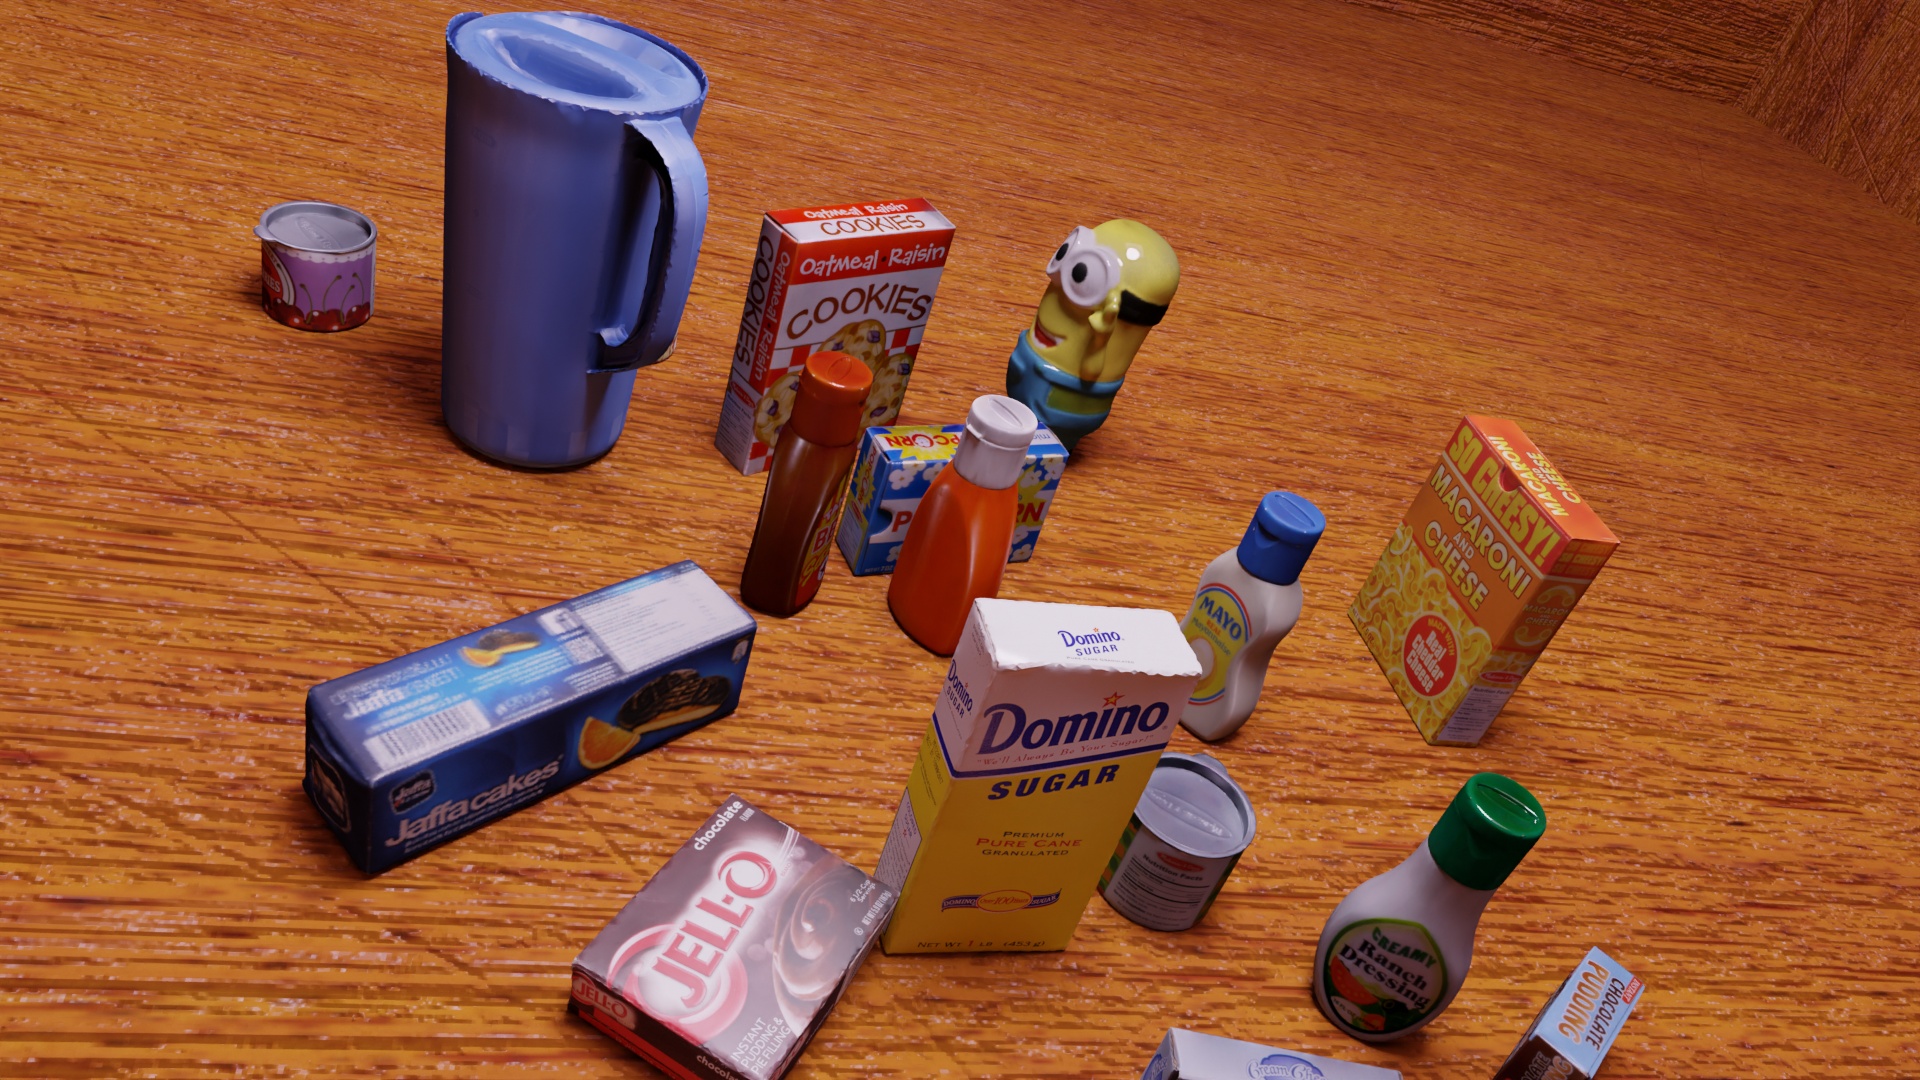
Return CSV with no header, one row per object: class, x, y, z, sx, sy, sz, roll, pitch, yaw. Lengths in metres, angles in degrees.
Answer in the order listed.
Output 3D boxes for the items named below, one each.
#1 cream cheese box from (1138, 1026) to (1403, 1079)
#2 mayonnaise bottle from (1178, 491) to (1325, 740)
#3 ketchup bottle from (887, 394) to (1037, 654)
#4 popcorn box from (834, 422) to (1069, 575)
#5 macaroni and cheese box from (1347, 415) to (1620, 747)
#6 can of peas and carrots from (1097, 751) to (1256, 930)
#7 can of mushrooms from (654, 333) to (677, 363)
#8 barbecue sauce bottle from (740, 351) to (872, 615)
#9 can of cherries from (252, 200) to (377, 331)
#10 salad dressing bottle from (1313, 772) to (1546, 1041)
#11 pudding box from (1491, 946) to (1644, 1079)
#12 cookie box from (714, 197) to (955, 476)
cream cheese box,0.127,0.236,0.578,0.104,0.053,0.024,14,35,-8
mayonnaise bottle,0.156,0.041,0.774,0.041,0.147,0.065,-13,46,-38
ketchup bottle,0.003,-0.010,0.768,0.044,0.148,0.065,-13,46,-38
popcorn box,-0.005,-0.026,0.843,0.127,0.084,0.038,-4,41,-30
macaroni and cheese box,0.313,0.025,0.854,0.040,0.165,0.124,5,37,-19
can of peas and carrots,0.104,0.146,0.684,0.071,0.058,0.071,13,35,-9
can of mushrooms,-0.225,-0.149,0.949,0.071,0.033,0.071,13,35,-9
barbecue sauce bottle,-0.083,-0.032,0.758,0.044,0.147,0.065,22,35,3
can of cherries,-0.405,-0.172,0.871,0.071,0.058,0.072,13,35,-9
salad dressing bottle,0.211,0.167,0.630,0.064,0.146,0.044,32,36,17
pudding box,0.288,0.236,0.659,0.030,0.049,0.084,39,39,25
cookie box,-0.081,-0.129,0.874,0.123,0.166,0.040,-17,49,-41
